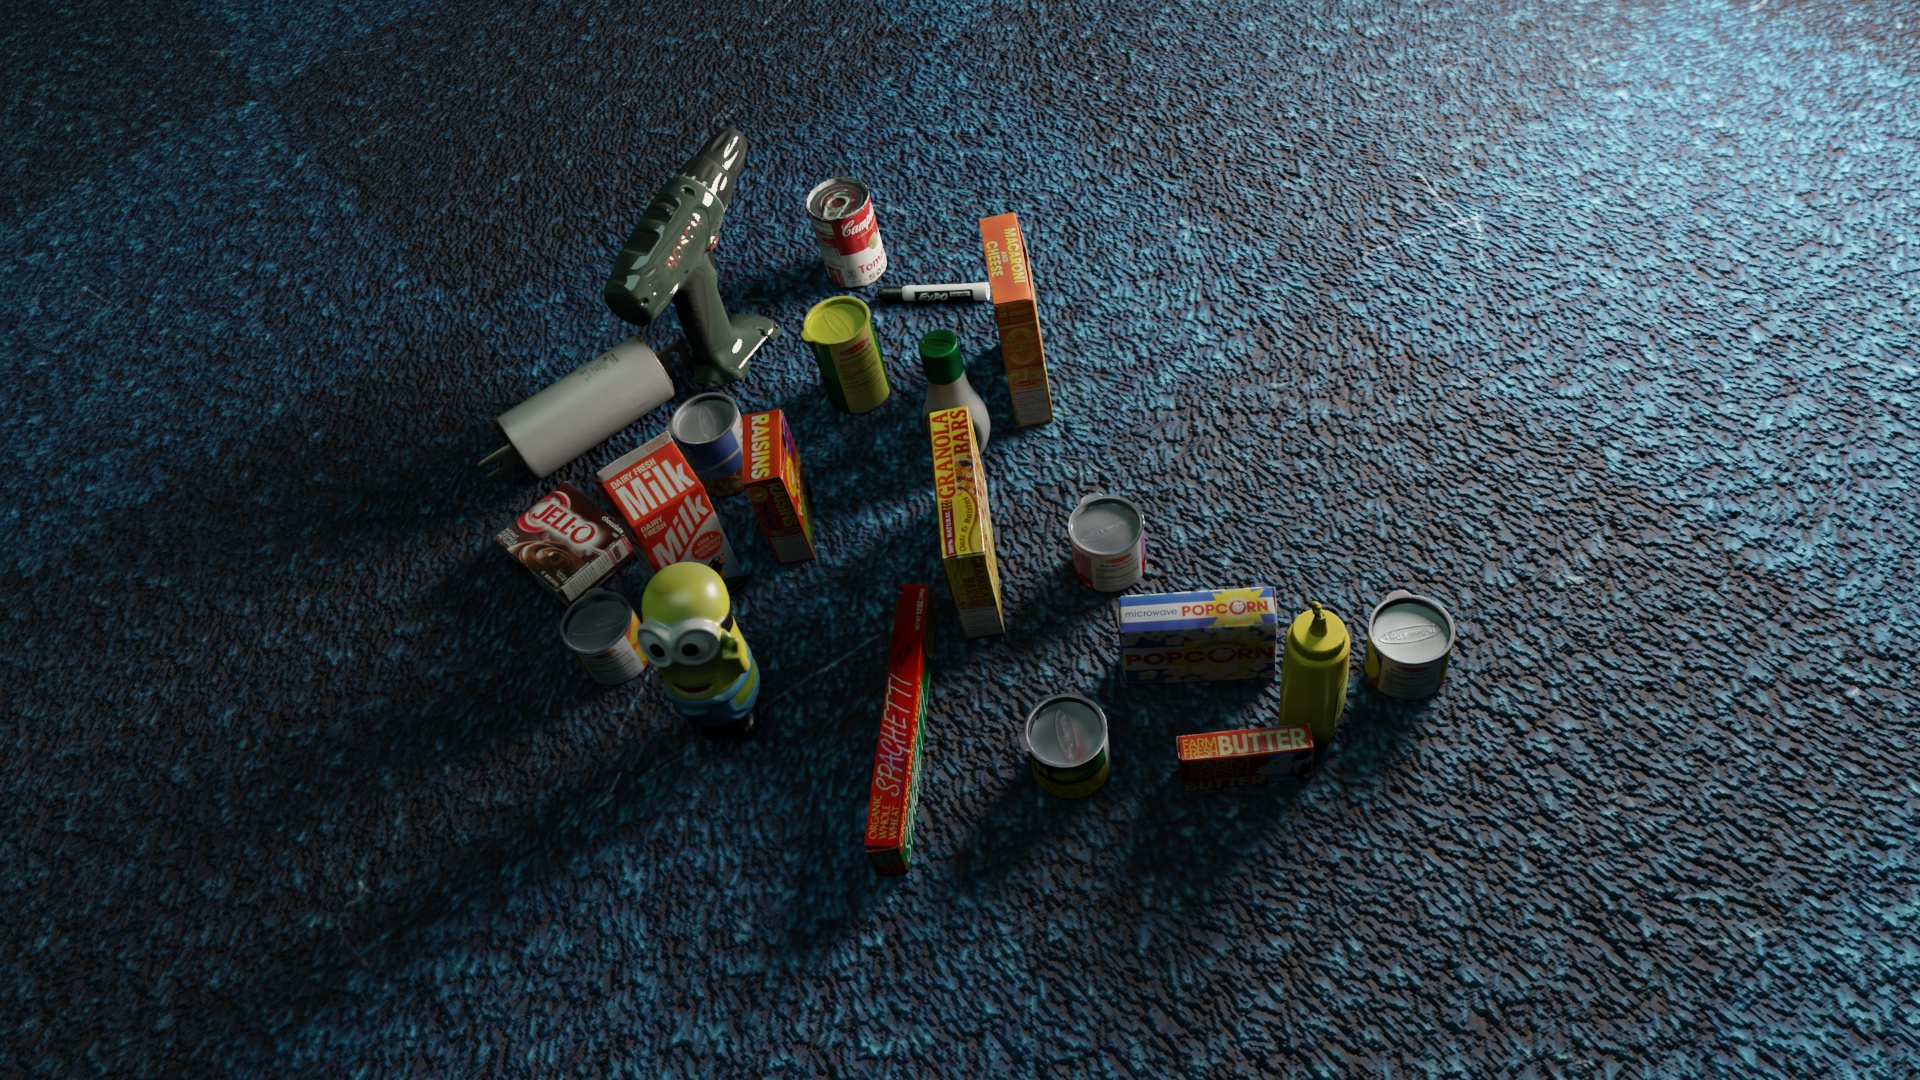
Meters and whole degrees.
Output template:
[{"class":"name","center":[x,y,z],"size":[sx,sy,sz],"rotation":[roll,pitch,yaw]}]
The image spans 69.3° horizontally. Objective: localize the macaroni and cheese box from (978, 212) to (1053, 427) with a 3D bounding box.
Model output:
[{"class":"macaroni and cheese box","center":[0.055,-0.211,1.335],"size":[0.040,0.165,0.124],"rotation":[-10,52,3]}]

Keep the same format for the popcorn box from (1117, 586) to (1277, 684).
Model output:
[{"class":"popcorn box","center":[0.194,0.079,1.137],"size":[0.127,0.084,0.038],"rotation":[-4,53,8]}]

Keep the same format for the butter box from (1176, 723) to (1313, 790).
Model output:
[{"class":"butter box","center":[0.221,0.169,1.082],"size":[0.103,0.053,0.024],"rotation":[-6,52,6]}]

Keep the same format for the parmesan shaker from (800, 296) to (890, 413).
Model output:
[{"class":"parmesan shaker","center":[-0.115,-0.183,1.387],"size":[0.071,0.102,0.071],"rotation":[-5,52,7]}]

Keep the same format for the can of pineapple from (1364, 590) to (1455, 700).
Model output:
[{"class":"can of pineapple","center":[0.360,0.085,1.117],"size":[0.071,0.057,0.071],"rotation":[-5,52,7]}]

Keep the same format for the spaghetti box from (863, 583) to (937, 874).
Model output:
[{"class":"spaghetti box","center":[-0.047,0.151,1.150],"size":[0.029,0.050,0.251],"rotation":[-2,53,10]}]

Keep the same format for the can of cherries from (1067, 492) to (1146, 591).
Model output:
[{"class":"can of cherries","center":[0.130,0.001,1.226],"size":[0.071,0.058,0.072],"rotation":[-5,52,7]}]

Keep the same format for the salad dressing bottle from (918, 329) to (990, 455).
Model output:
[{"class":"salad dressing bottle","center":[-0.010,-0.134,1.300],"size":[0.064,0.147,0.044],"rotation":[10,56,18]}]

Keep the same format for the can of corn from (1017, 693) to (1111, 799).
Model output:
[{"class":"can of corn","center":[0.084,0.166,1.109],"size":[0.071,0.058,0.071],"rotation":[-5,52,7]}]

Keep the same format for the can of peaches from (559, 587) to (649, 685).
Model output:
[{"class":"can of peaches","center":[-0.317,0.086,1.248],"size":[0.071,0.057,0.071],"rotation":[-5,52,7]}]

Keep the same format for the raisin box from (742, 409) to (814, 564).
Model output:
[{"class":"raisin box","center":[-0.167,-0.048,1.281],"size":[0.040,0.122,0.086],"rotation":[-9,52,4]}]

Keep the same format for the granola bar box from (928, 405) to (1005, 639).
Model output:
[{"class":"granola bar box","center":[0.004,-0.015,1.221],"size":[0.039,0.123,0.166],"rotation":[-9,52,4]}]

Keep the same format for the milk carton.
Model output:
[{"class":"milk carton","center":[-0.260,-0.018,1.233],"size":[0.072,0.189,0.073],"rotation":[-35,54,-15]}]

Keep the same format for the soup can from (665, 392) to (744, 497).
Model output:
[{"class":"soup can","center":[-0.240,-0.092,1.354],"size":[0.071,0.083,0.072],"rotation":[-5,52,7]}]

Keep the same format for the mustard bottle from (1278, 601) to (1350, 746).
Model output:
[{"class":"mustard bottle","center":[0.271,0.097,1.060],"size":[0.049,0.159,0.065],"rotation":[12,56,19]}]
